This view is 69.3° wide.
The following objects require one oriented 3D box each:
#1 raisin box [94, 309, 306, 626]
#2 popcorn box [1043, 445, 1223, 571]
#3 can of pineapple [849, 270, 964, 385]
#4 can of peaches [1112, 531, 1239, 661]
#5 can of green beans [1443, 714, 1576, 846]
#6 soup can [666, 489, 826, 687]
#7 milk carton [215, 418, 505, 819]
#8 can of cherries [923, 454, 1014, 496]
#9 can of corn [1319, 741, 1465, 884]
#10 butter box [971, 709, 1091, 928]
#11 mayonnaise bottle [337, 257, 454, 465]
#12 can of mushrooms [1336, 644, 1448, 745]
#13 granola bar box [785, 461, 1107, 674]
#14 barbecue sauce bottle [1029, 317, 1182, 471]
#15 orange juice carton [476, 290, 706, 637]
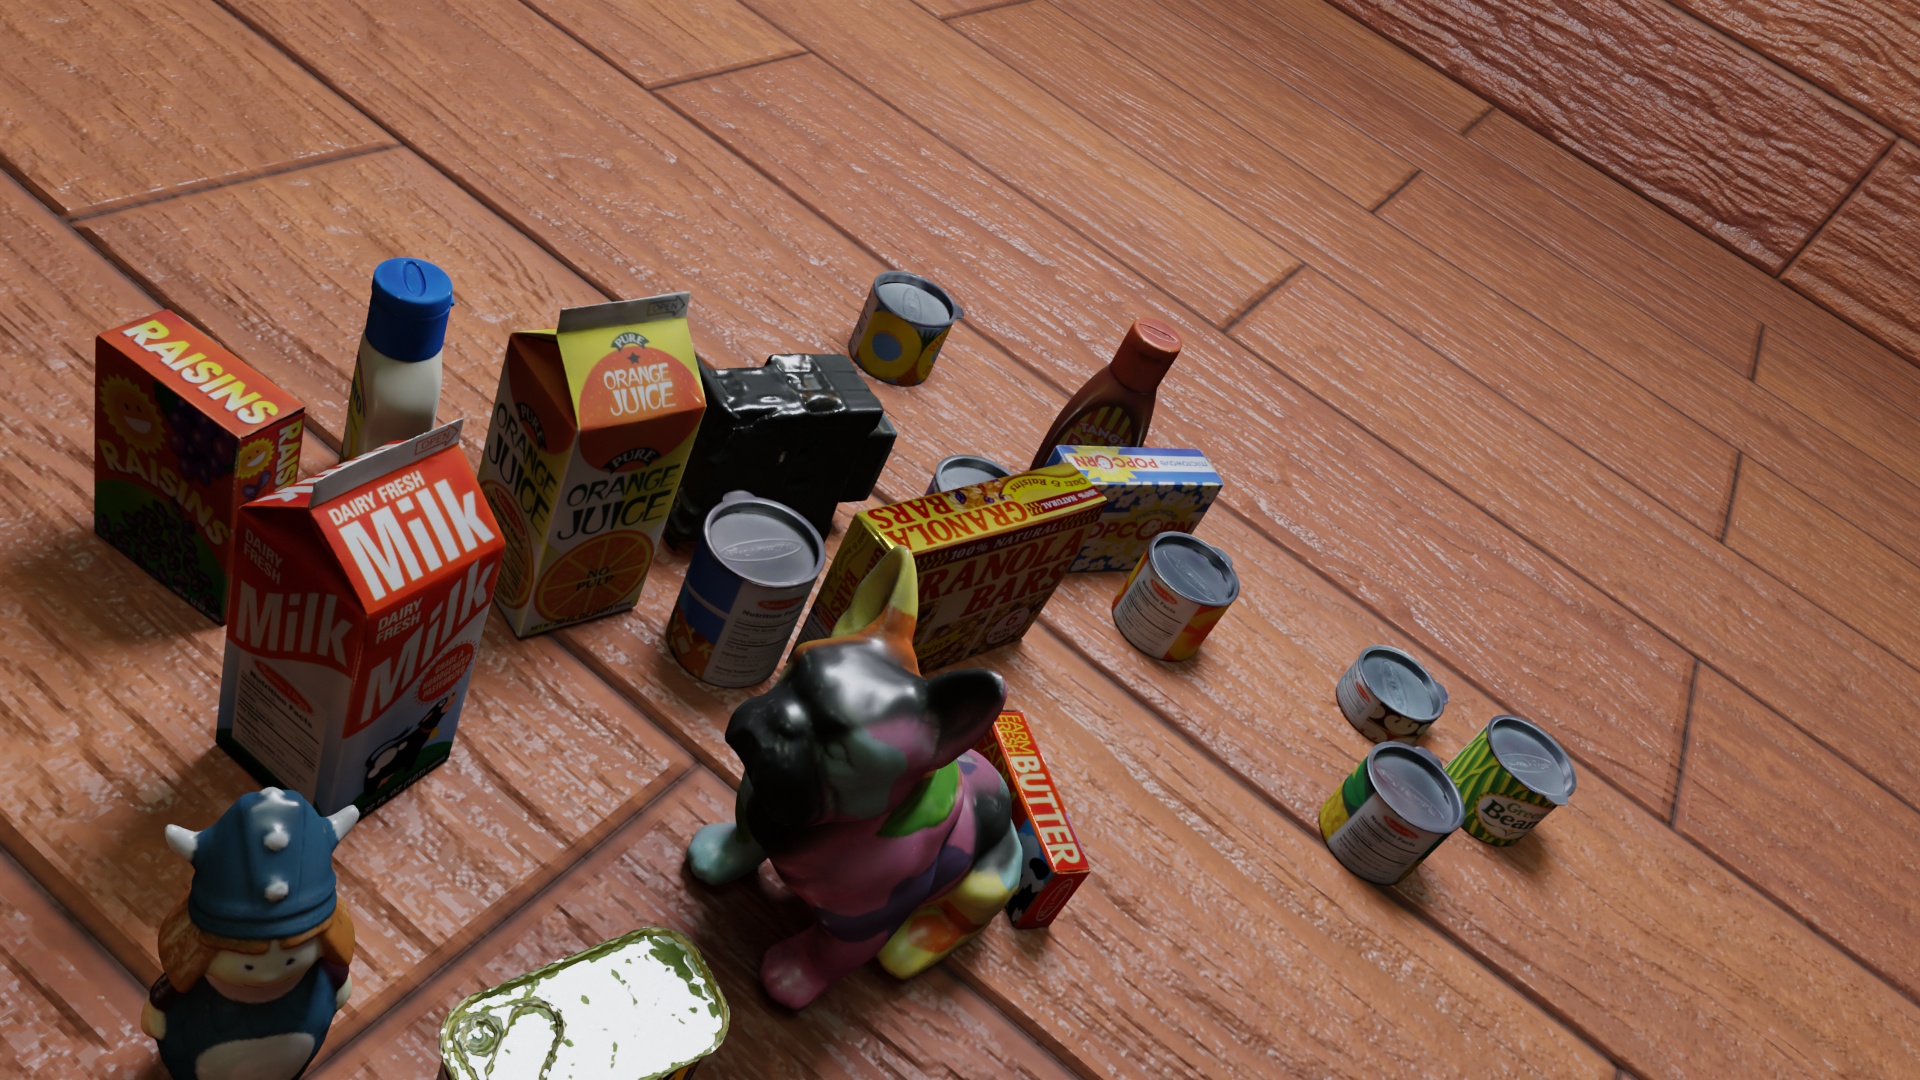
[{"bbox_3d":[-0.353,-0.032,0.643,0.086,0.122,0.040,35,38,8],"label":"raisin box"},{"bbox_3d":[0.105,-0.021,0.940,0.127,0.084,0.038,-1,46,-32],"label":"popcorn box"},{"bbox_3d":[-0.041,-0.156,1.027,0.071,0.057,0.071,17,39,-14],"label":"can of pineapple"},{"bbox_3d":[0.143,0.037,0.920,0.071,0.057,0.071,17,39,-14],"label":"can of peaches"},{"bbox_3d":[0.358,0.158,0.913,0.071,0.057,0.071,17,39,-14],"label":"can of green beans"},{"bbox_3d":[-0.118,0.027,0.751,0.071,0.083,0.072,17,39,-14],"label":"soup can"},{"bbox_3d":[-0.250,0.031,0.579,0.073,0.189,0.073,37,38,11],"label":"milk carton"},{"bbox_3d":[0.003,-0.011,0.889,0.071,0.058,0.072,17,39,-14],"label":"can of cherries"},{"bbox_3d":[0.262,0.165,0.846,0.071,0.058,0.071,17,39,-14],"label":"can of corn"},{"bbox_3d":[0.030,0.145,0.732,0.024,0.052,0.104,3,44,-29],"label":"butter box"},{"bbox_3d":[-0.290,-0.075,0.710,0.041,0.147,0.065,0,46,-32],"label":"mayonnaise bottle"},{"bbox_3d":[0.296,0.108,0.952,0.071,0.033,0.071,17,39,-14],"label":"can of mushrooms"},{"bbox_3d":[-0.006,0.024,0.790,0.166,0.123,0.039,-15,55,-42],"label":"granola bar box"},{"bbox_3d":[0.103,-0.086,0.962,0.065,0.147,0.044,25,38,-5],"label":"barbecue sauce bottle"},{"bbox_3d":[-0.189,-0.045,0.701,0.072,0.191,0.073,-16,55,-42],"label":"orange juice carton"}]
